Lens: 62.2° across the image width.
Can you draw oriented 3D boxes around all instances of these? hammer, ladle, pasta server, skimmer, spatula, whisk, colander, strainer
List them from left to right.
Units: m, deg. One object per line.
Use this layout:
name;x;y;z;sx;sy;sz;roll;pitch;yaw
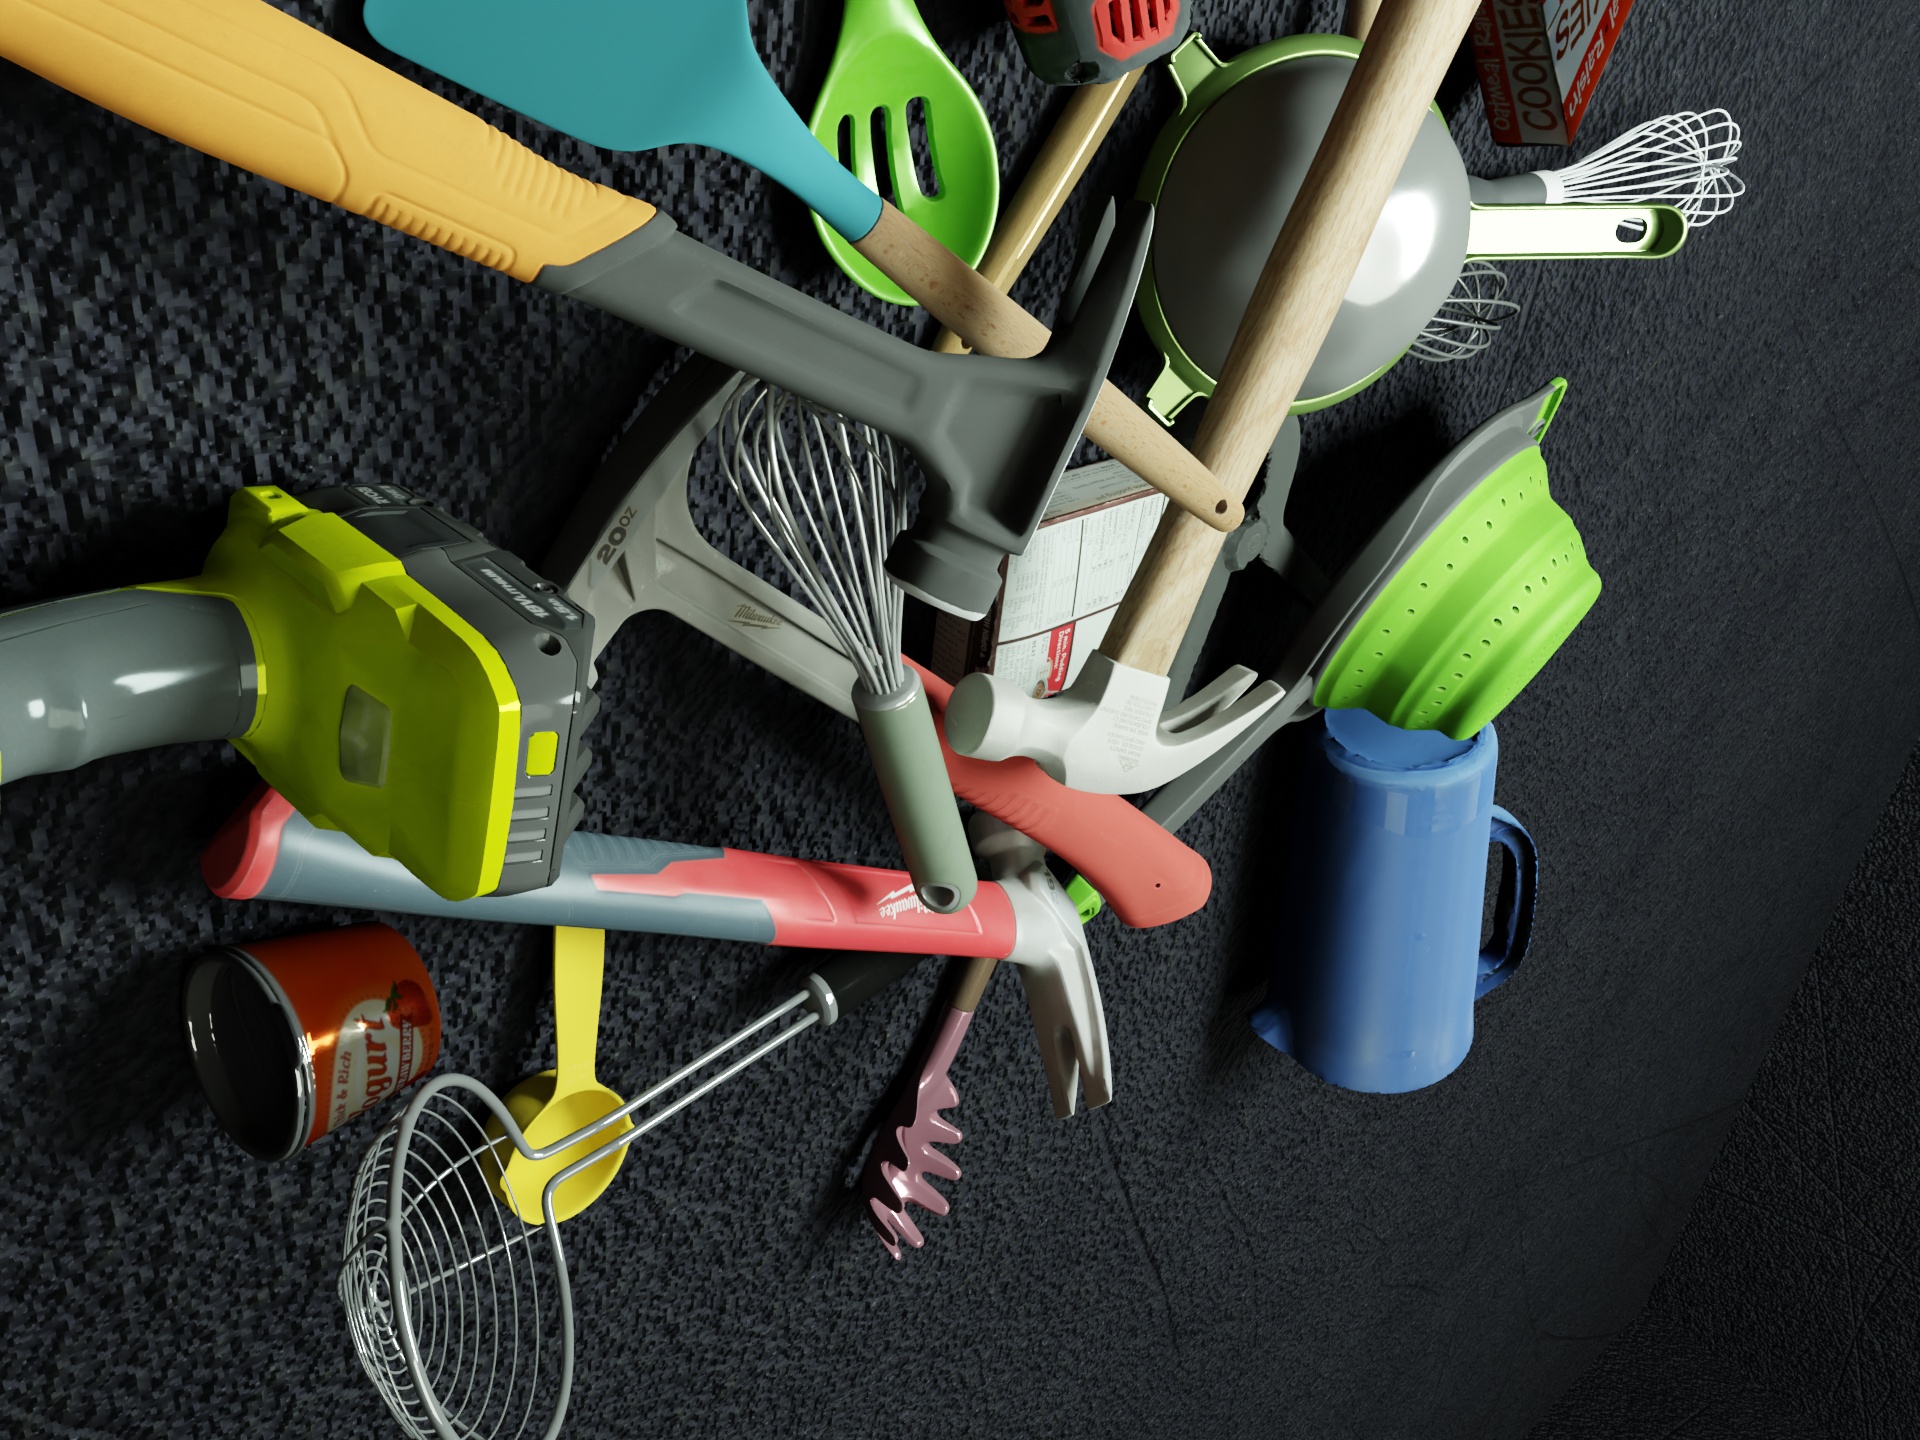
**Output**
hammer;-0.105;-0.130;0.377;0.336;0.034;0.127;17;104;-32
hammer;-0.079;0.079;0.588;0.038;0.143;0.386;-30;152;34
skimmer;-0.076;0.136;0.611;0.363;0.090;0.127;-28;104;-46
whisk;-0.027;-0.018;0.541;0.059;0.058;0.246;-74;157;-44
spatula;-0.014;-0.138;0.476;0.317;0.044;0.082;30;96;-39
hammer;-0.001;-0.002;0.622;0.358;0.037;0.149;32;95;-43
pasta server;0.016;0.120;0.783;0.060;0.040;0.316;-2;117;-62
ladle;0.074;-0.263;0.579;0.069;0.031;0.315;28;96;-45
hammer;0.111;-0.123;0.580;0.130;0.031;0.331;14;106;-35
whisk;0.184;-0.193;0.739;0.239;0.055;0.055;-11;124;-40
colander;0.206;-0.002;0.819;0.397;0.094;0.204;-44;162;-10
strainer;0.198;-0.194;0.642;0.256;0.069;0.151;-5;114;-15
whisk;0.318;-0.274;0.824;0.284;0.070;0.070;-19;129;-33

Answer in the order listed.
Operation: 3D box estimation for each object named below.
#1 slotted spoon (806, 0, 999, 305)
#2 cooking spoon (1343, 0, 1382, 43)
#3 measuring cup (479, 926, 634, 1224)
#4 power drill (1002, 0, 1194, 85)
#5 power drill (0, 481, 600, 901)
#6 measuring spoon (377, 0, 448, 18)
slotted spoon;-0.029;-0.273;0.455;0.070;0.031;0.313;-21;130;-20
cooking spoon;0.167;-0.303;0.638;0.068;0.017;0.318;-15;119;-42
measuring cup;-0.154;0.116;0.606;0.062;0.029;0.156;-10;111;-48
power drill;0.090;-0.328;0.489;0.226;0.080;0.187;-32;129;-12
power drill;-0.200;0.008;0.349;0.223;0.171;0.080;-14;126;-47
measuring spoon;-0.112;-0.199;0.432;0.117;0.011;0.021;-12;122;-39
